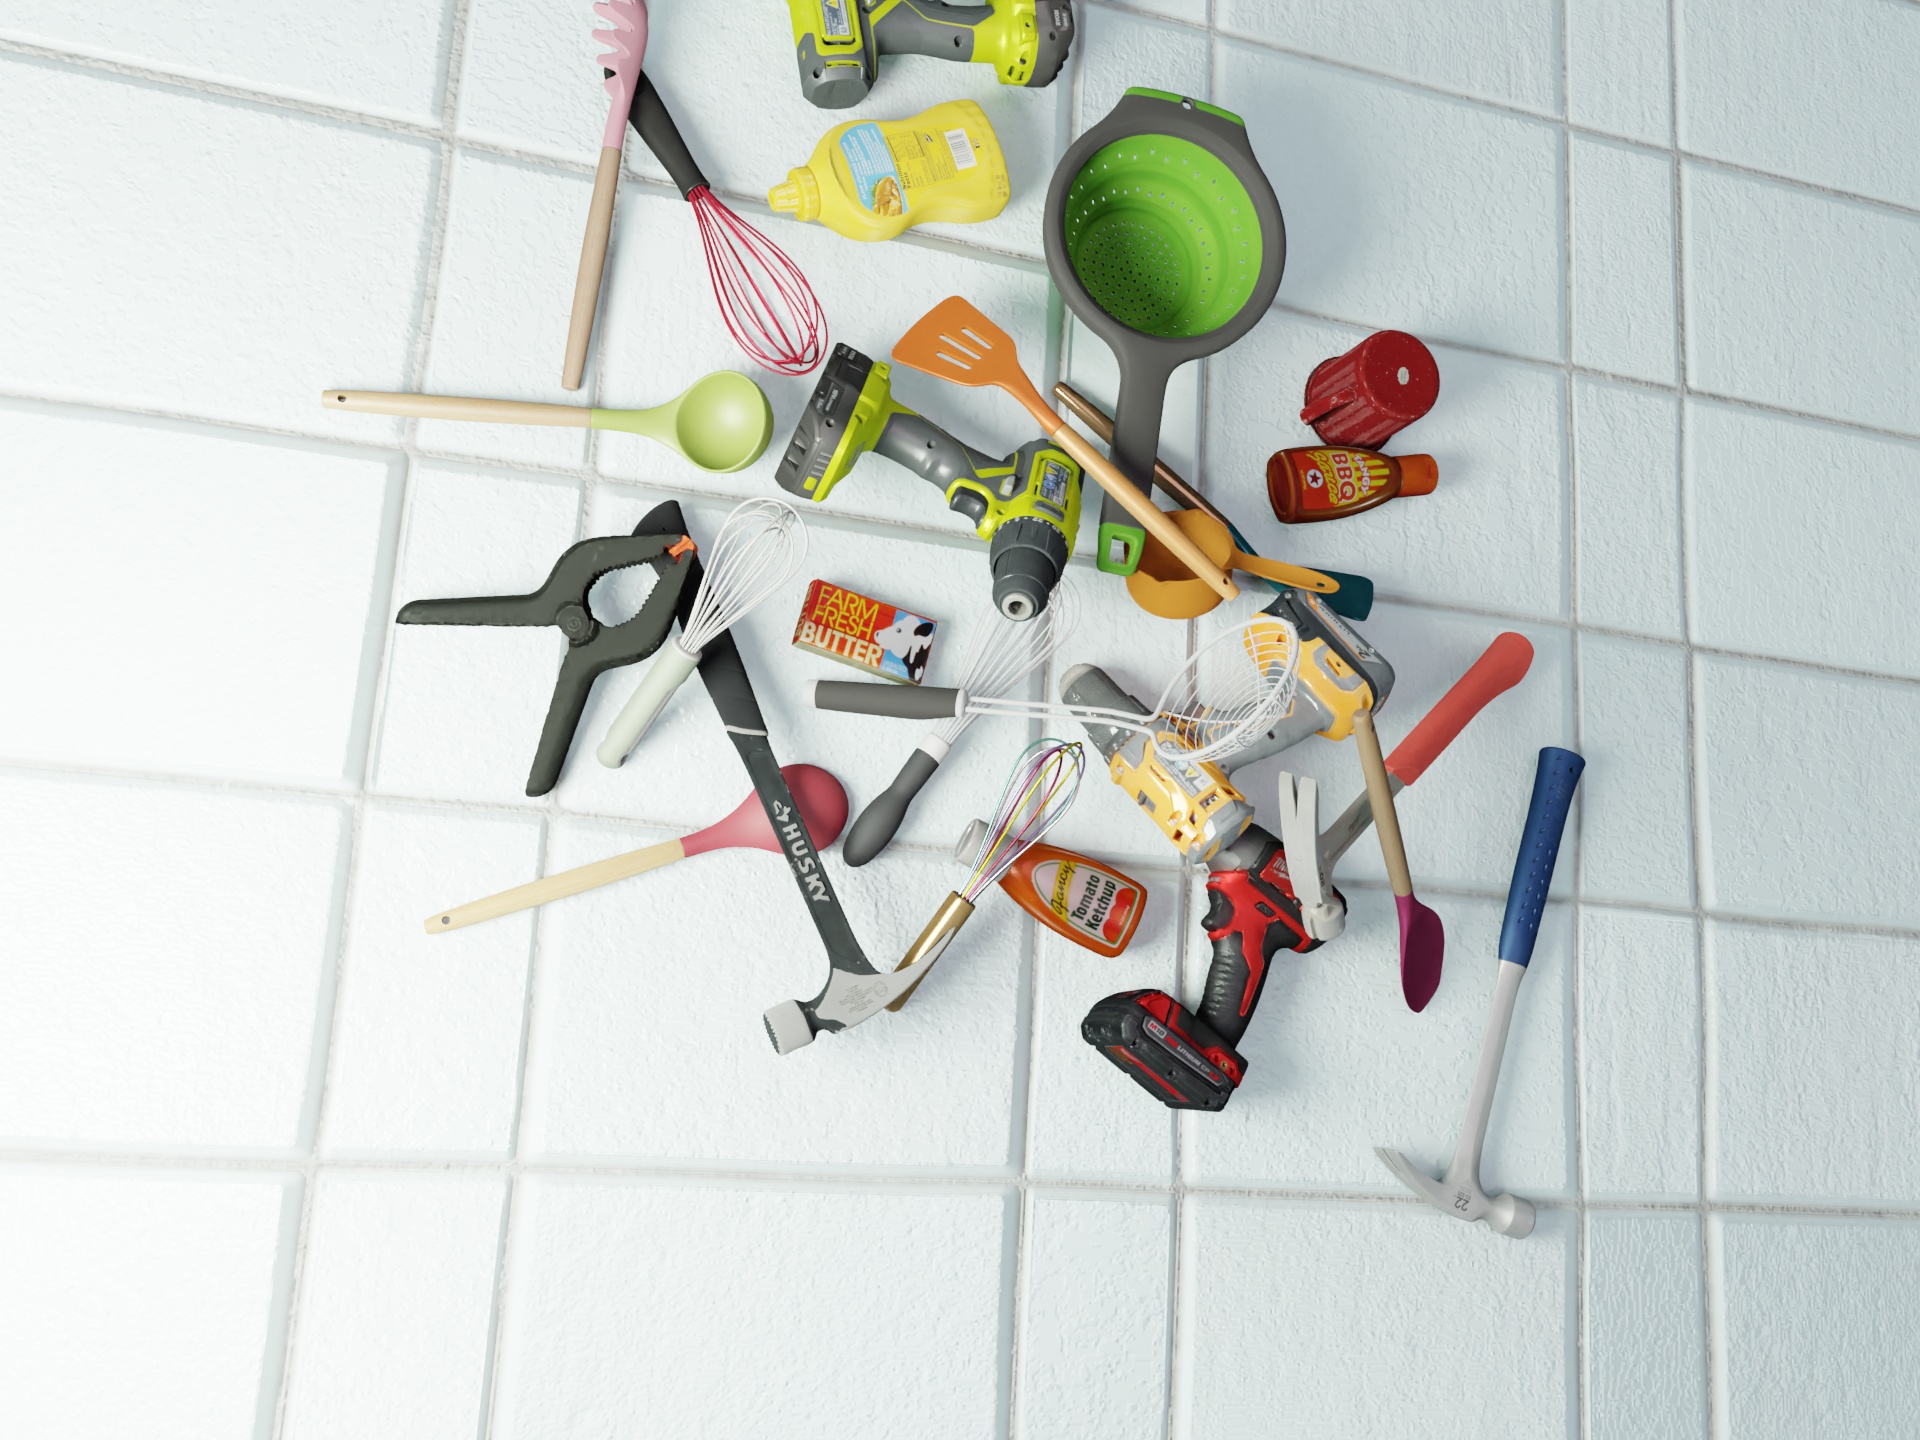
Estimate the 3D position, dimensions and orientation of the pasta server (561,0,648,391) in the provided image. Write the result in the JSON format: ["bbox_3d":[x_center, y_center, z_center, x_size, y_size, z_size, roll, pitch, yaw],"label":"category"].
[{"bbox_3d":[-0.274,-0.404,1.194,0.040,0.060,0.316,10,86,-25],"label":"pasta server"}]

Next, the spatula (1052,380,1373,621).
[{"bbox_3d":[0.207,-0.183,1.319,0.317,0.044,0.082,39,35,-5],"label":"spatula"}]

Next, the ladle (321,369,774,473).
[{"bbox_3d":[-0.297,-0.226,1.162,0.320,0.062,0.078,2,86,-15],"label":"ladle"}]

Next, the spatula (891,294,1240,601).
[{"bbox_3d":[0.090,-0.202,1.214,0.322,0.041,0.081,43,69,-2],"label":"spatula"}]

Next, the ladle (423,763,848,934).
[{"bbox_3d":[-0.226,0.098,1.144,0.315,0.031,0.069,-17,84,-18],"label":"ladle"}]

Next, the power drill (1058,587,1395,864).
[{"bbox_3d":[0.206,-0.015,1.261,0.226,0.084,0.185,-35,69,-20],"label":"power drill"}]

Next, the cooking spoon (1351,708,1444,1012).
[{"bbox_3d":[0.340,0.114,1.237,0.069,0.017,0.318,-45,131,-28],"label":"cooking spoon"}]

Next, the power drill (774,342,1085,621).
[{"bbox_3d":[-0.016,-0.175,1.195,0.228,0.080,0.191,25,41,-10],"label":"power drill"}]

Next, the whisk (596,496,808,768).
[{"bbox_3d":[-0.185,-0.055,1.105,0.059,0.058,0.246,38,113,-3],"label":"whisk"}]

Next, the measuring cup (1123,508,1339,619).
[{"bbox_3d":[0.213,-0.110,1.265,0.174,0.052,0.095,17,51,19],"label":"measuring cup"}]

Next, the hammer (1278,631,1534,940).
[{"bbox_3d":[0.367,0.018,1.282,0.359,0.037,0.149,-38,127,-35],"label":"hammer"}]

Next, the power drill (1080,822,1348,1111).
[{"bbox_3d":[0.196,0.182,1.238,0.143,0.078,0.220,40,68,-9],"label":"power drill"}]

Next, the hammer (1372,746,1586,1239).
[{"bbox_3d":[0.456,0.213,1.335,0.144,0.035,0.406,22,75,-13],"label":"hammer"}]

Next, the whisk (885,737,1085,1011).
[{"bbox_3d":[0.014,0.113,1.171,0.051,0.047,0.245,35,94,-8],"label":"whisk"}]

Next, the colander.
[{"bbox_3d":[0.143,-0.305,1.296,0.204,0.094,0.397,11,82,-13],"label":"colander"}]

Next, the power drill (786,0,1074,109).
[{"bbox_3d":[-0.031,-0.593,1.299,0.223,0.080,0.171,-7,83,-16],"label":"power drill"}]

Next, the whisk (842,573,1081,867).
[{"bbox_3d":[-0.001,-0.003,1.218,0.070,0.070,0.284,38,77,-8],"label":"whisk"}]

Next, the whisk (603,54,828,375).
[{"bbox_3d":[-0.193,-0.391,1.223,0.073,0.073,0.296,-30,85,-20],"label":"whisk"}]

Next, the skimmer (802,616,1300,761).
[{"bbox_3d":[0.058,-0.030,1.144,0.363,0.090,0.127,4,43,12],"label":"skimmer"}]

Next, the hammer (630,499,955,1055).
[{"bbox_3d":[-0.142,0.024,1.150,0.149,0.036,0.409,-21,80,-17],"label":"hammer"}]
